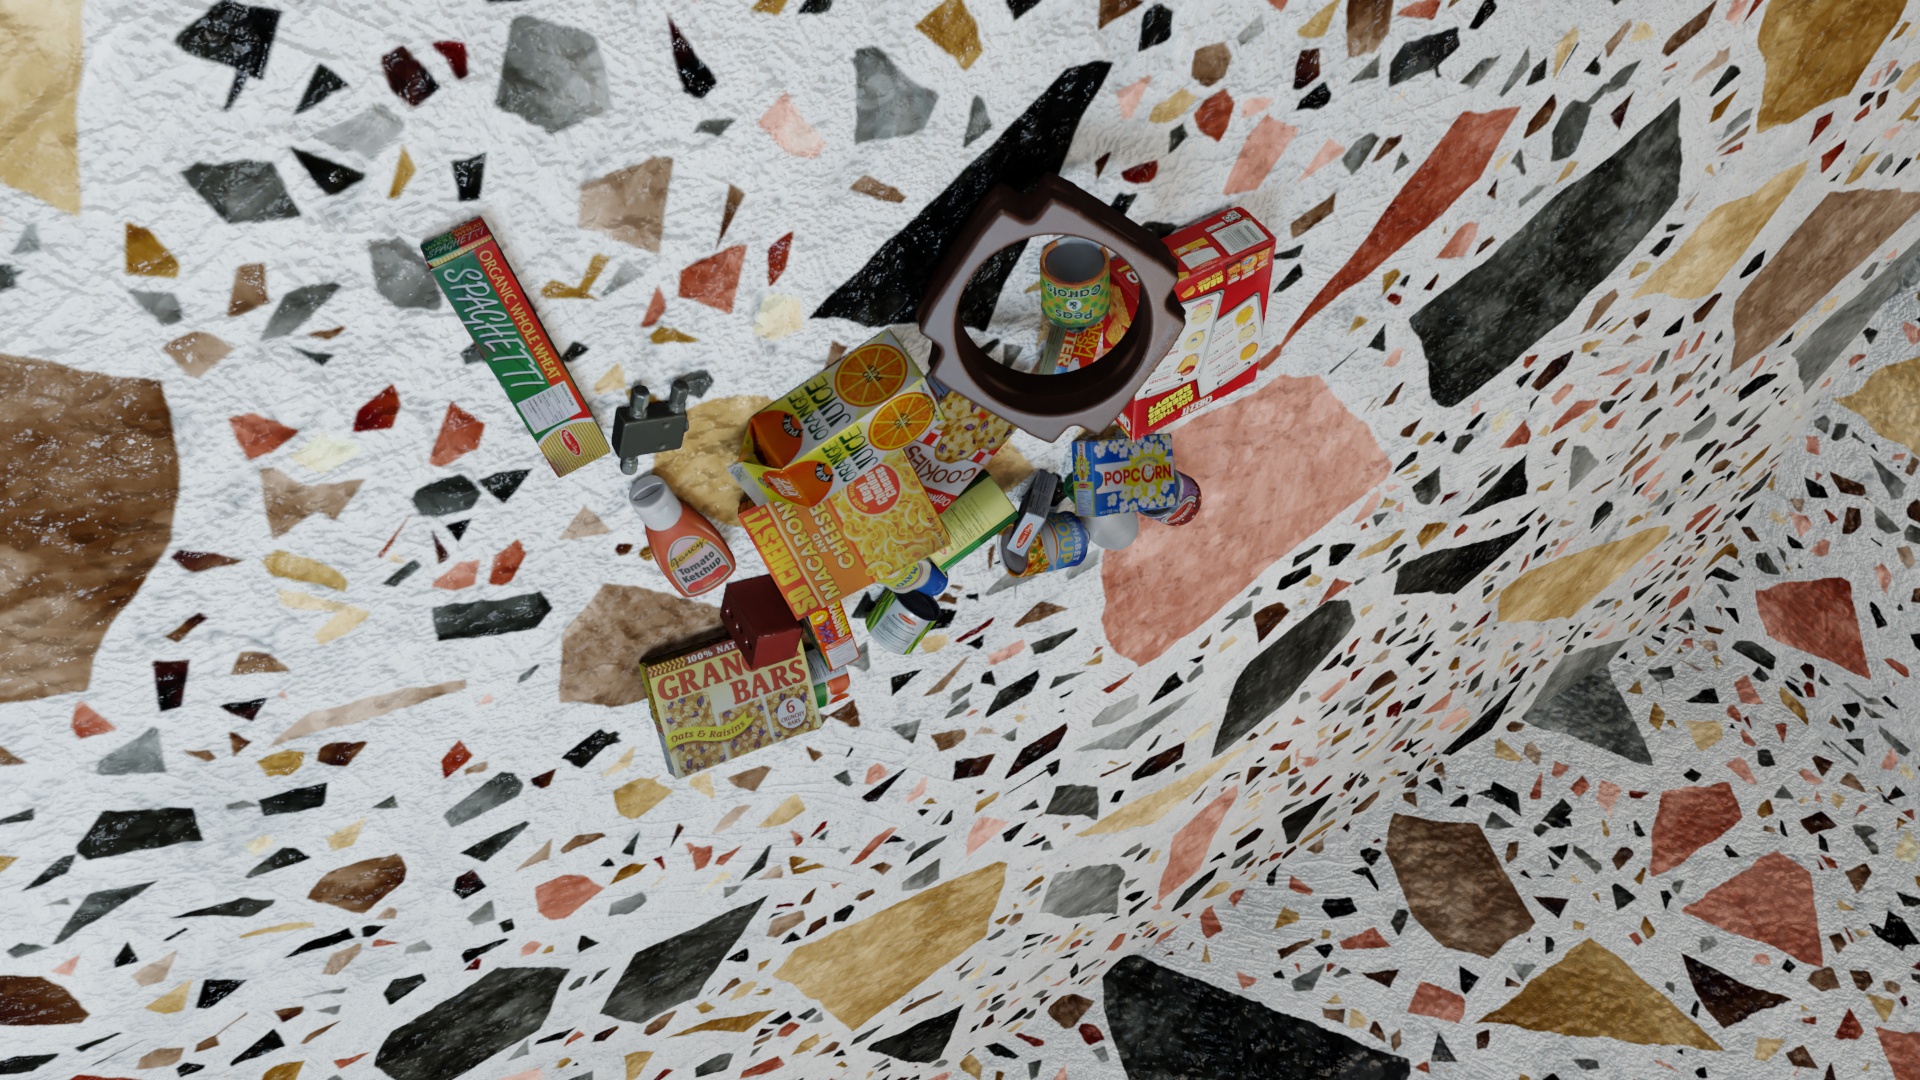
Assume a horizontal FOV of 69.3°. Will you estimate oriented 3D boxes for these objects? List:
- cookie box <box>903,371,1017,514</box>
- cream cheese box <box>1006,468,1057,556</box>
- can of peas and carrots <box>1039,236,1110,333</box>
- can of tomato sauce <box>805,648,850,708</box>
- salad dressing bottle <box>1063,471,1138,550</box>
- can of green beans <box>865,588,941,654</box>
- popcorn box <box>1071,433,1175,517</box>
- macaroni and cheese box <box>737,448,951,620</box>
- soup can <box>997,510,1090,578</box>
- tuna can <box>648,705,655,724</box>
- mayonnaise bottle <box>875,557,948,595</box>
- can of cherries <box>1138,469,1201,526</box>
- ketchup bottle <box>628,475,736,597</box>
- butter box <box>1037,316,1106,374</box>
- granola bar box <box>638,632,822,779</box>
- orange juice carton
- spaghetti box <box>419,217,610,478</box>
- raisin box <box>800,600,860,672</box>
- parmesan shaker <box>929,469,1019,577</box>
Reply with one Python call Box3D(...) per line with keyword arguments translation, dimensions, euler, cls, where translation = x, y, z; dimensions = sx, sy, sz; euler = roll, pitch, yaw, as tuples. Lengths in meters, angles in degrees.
Box3D(translation=(-0.012, -0.107, 1.382), dimensions=(0.167, 0.040, 0.123), euler=(-48, 146, 18), cls="cookie box")
Box3D(translation=(0.079, -0.032, 1.518), dimensions=(0.053, 0.024, 0.104), euler=(-61, -175, 32), cls="cream cheese box")
Box3D(translation=(0.107, -0.239, 1.297), dimensions=(0.071, 0.071, 0.058), euler=(-27, 146, -14), cls="can of peas and carrots")
Box3D(translation=(-0.173, 0.160, 1.548), dimensions=(0.083, 0.071, 0.070), euler=(-20, 144, -25), cls="can of tomato sauce")
Box3D(translation=(0.164, -0.036, 1.633), dimensions=(0.064, 0.044, 0.147), euler=(-38, 146, 7), cls="salad dressing bottle")
Box3D(translation=(-0.065, 0.086, 1.554), dimensions=(0.071, 0.071, 0.057), euler=(9, 127, -48), cls="can of green beans")
Box3D(translation=(0.185, -0.074, 1.567), dimensions=(0.127, 0.038, 0.085), euler=(-8, 97, -36), cls="popcorn box")
Box3D(translation=(-0.110, -0.015, 1.328), dimensions=(0.166, 0.040, 0.123), euler=(-26, 108, 2), cls="macaroni and cheese box")
Box3D(translation=(0.095, 0.004, 1.595), dimensions=(0.084, 0.071, 0.071), euler=(-11, 140, -33), cls="soup can")
Box3D(translation=(-0.299, 0.187, 1.496), dimensions=(0.071, 0.033, 0.070), euler=(-25, 146, -18), cls="tuna can")
Box3D(translation=(-0.067, 0.027, 1.499), dimensions=(0.064, 0.041, 0.148), euler=(-46, 146, 14), cls="mayonnaise bottle")
Box3D(translation=(0.249, -0.052, 1.664), dimensions=(0.071, 0.072, 0.058), euler=(-47, 146, 17), cls="can of cherries")
Box3D(translation=(-0.260, -0.005, 1.279), dimensions=(0.065, 0.044, 0.148), euler=(-32, 147, -7), cls="ketchup bottle")
Box3D(translation=(0.109, -0.188, 1.372), dimensions=(0.053, 0.024, 0.103), euler=(4, 107, -44), cls="butter box")
Box3D(translation=(-0.239, 0.161, 1.450), dimensions=(0.166, 0.039, 0.124), euler=(-18, 101, -26), cls="granola bar box")
Box3D(translation=(-0.118, -0.100, 1.263), dimensions=(0.193, 0.073, 0.071), euler=(-34, 147, -3), cls="orange juice carton")
Box3D(translation=(-0.332, -0.139, 1.055), dimensions=(0.050, 0.029, 0.248), euler=(-29, 147, -11), cls="spaghetti box")
Box3D(translation=(-0.147, 0.068, 1.437), dimensions=(0.040, 0.086, 0.122), euler=(-27, 146, -11), cls="raisin box")
Box3D(translation=(0.005, -0.019, 1.482), dimensions=(0.103, 0.071, 0.071), euler=(-36, 147, -1), cls="parmesan shaker")
